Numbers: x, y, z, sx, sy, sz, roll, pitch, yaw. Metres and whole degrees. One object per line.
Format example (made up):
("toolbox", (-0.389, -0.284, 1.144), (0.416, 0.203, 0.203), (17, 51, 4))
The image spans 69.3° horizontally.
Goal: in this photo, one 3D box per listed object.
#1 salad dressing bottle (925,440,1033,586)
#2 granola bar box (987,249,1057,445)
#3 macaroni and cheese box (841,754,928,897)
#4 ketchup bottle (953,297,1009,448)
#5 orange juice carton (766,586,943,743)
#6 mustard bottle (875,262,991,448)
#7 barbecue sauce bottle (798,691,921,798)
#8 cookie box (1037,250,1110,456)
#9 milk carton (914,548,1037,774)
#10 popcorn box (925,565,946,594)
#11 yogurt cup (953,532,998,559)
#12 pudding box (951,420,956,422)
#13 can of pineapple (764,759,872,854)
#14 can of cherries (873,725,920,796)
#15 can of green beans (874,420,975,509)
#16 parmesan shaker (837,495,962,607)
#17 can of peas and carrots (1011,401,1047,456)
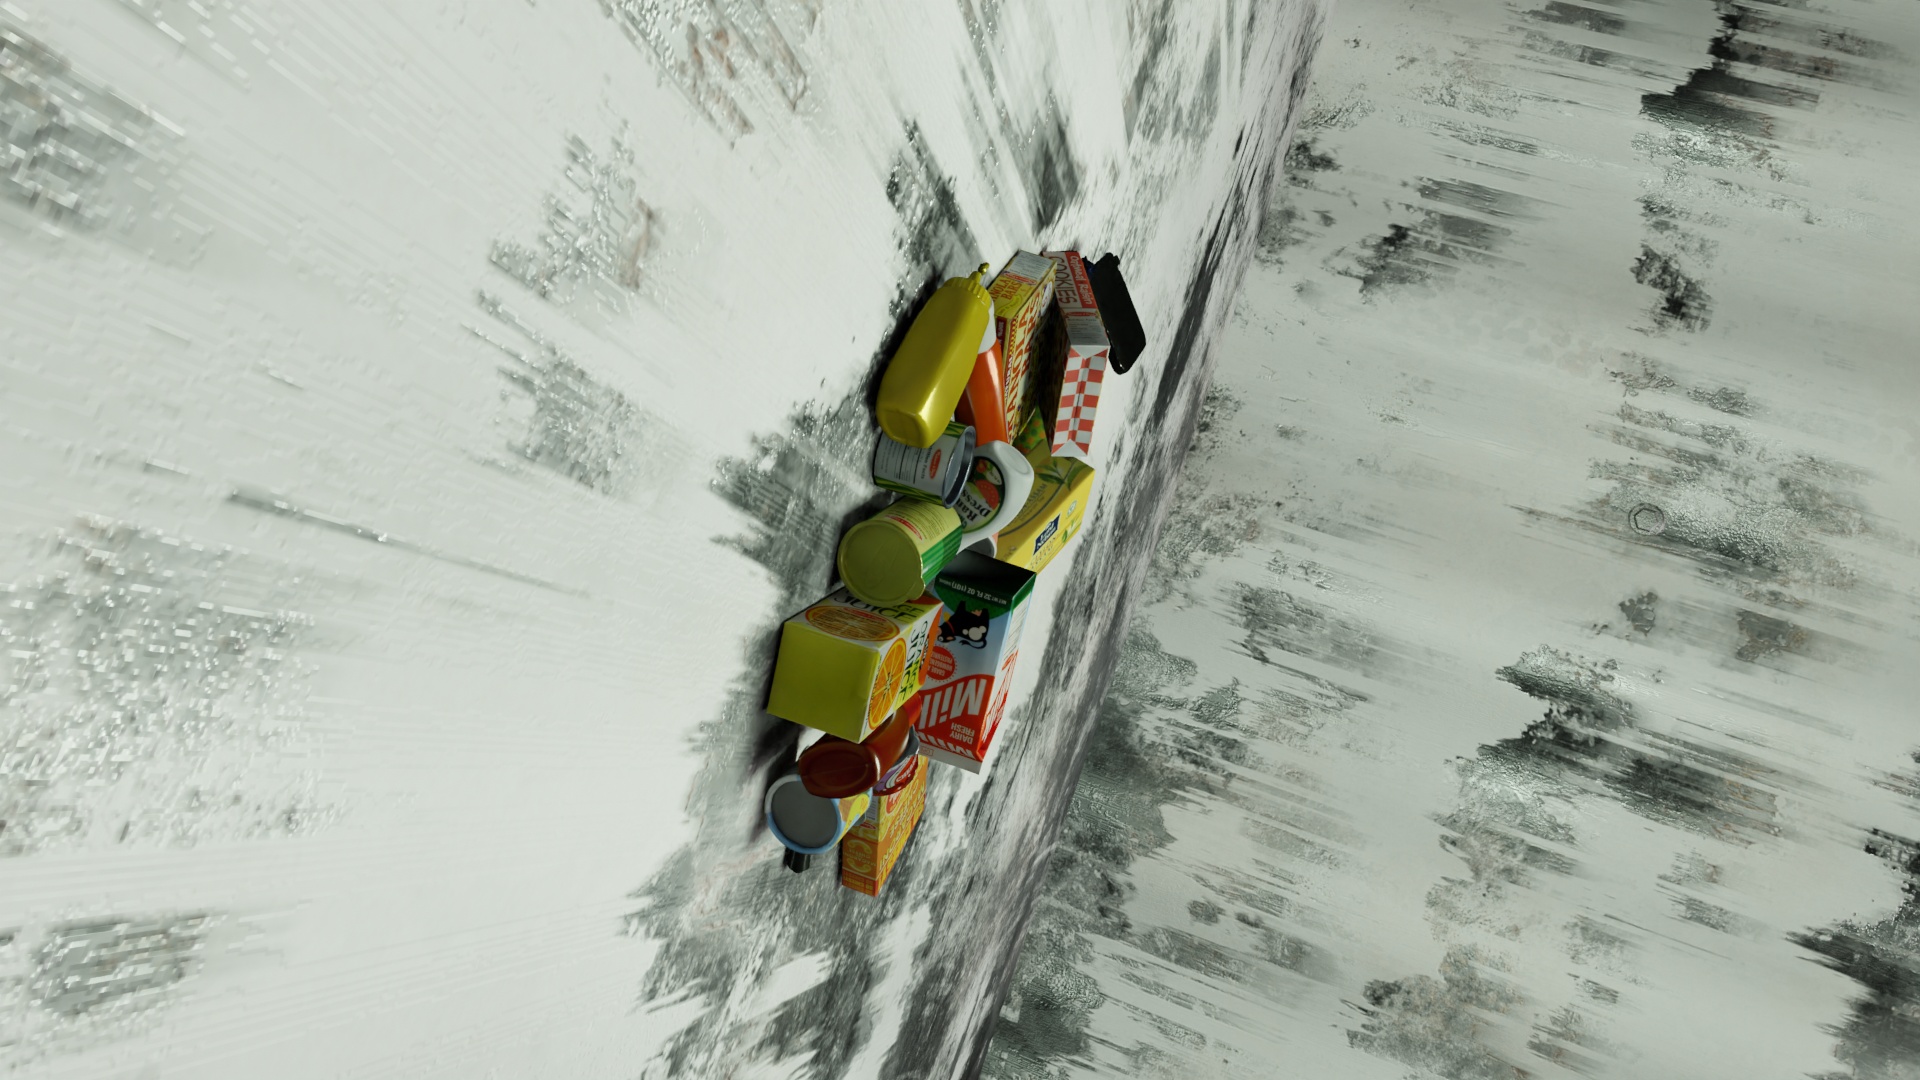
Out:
("salad dressing bottle", (-0.003, -0.015, 1.124), (0.147, 0.064, 0.044), (-47, 163, 24))
("granola bar box", (0.041, -0.159, 1.249), (0.125, 0.039, 0.164), (-57, 160, -48))
("macaroni and cheese box", (-0.070, 0.237, 1.316), (0.124, 0.040, 0.165), (-57, 160, -47))
("ketchup bottle", (0.013, -0.136, 1.133), (0.148, 0.043, 0.065), (83, -11, -49))
("orange juice carton", (-0.069, 0.081, 1.045), (0.193, 0.073, 0.071), (-32, 137, -70))
("mustard bottle", (-0.013, -0.145, 1.028), (0.065, 0.049, 0.161), (79, 31, -58))
("barbecue sauce bottle", (-0.067, 0.146, 1.044), (0.149, 0.065, 0.043), (-38, 114, -71))
("cookie box", (0.099, -0.178, 1.307), (0.168, 0.040, 0.122), (-99, -168, -49))
("milk carton", (0.004, 0.113, 1.213), (0.074, 0.072, 0.189), (-40, 145, -65))
("popcorn box", (-0.035, 0.077, 1.251), (0.126, 0.038, 0.085), (76, 34, -66))
("yogurt cup", (0.004, -0.016, 1.239), (0.072, 0.072, 0.054), (91, 13, -51))
("pudding box", (-0.018, -0.060, 1.160), (0.083, 0.030, 0.050), (85, 27, -58))
("can of pineapple", (-0.106, 0.197, 1.053), (0.058, 0.071, 0.070), (-39, 145, -65))
("can of cherries", (-0.068, 0.178, 1.180), (0.058, 0.071, 0.072), (87, 25, -58))
("can of green beans", (-0.027, -0.063, 1.058), (0.071, 0.058, 0.071), (16, 92, -77))
("parmesan shaker", (-0.042, 0.007, 1.060), (0.103, 0.071, 0.071), (-38, 144, -68))
("can of peas and carrots", (0.086, -0.108, 1.425), (0.071, 0.071, 0.059), (39, 70, -76))
